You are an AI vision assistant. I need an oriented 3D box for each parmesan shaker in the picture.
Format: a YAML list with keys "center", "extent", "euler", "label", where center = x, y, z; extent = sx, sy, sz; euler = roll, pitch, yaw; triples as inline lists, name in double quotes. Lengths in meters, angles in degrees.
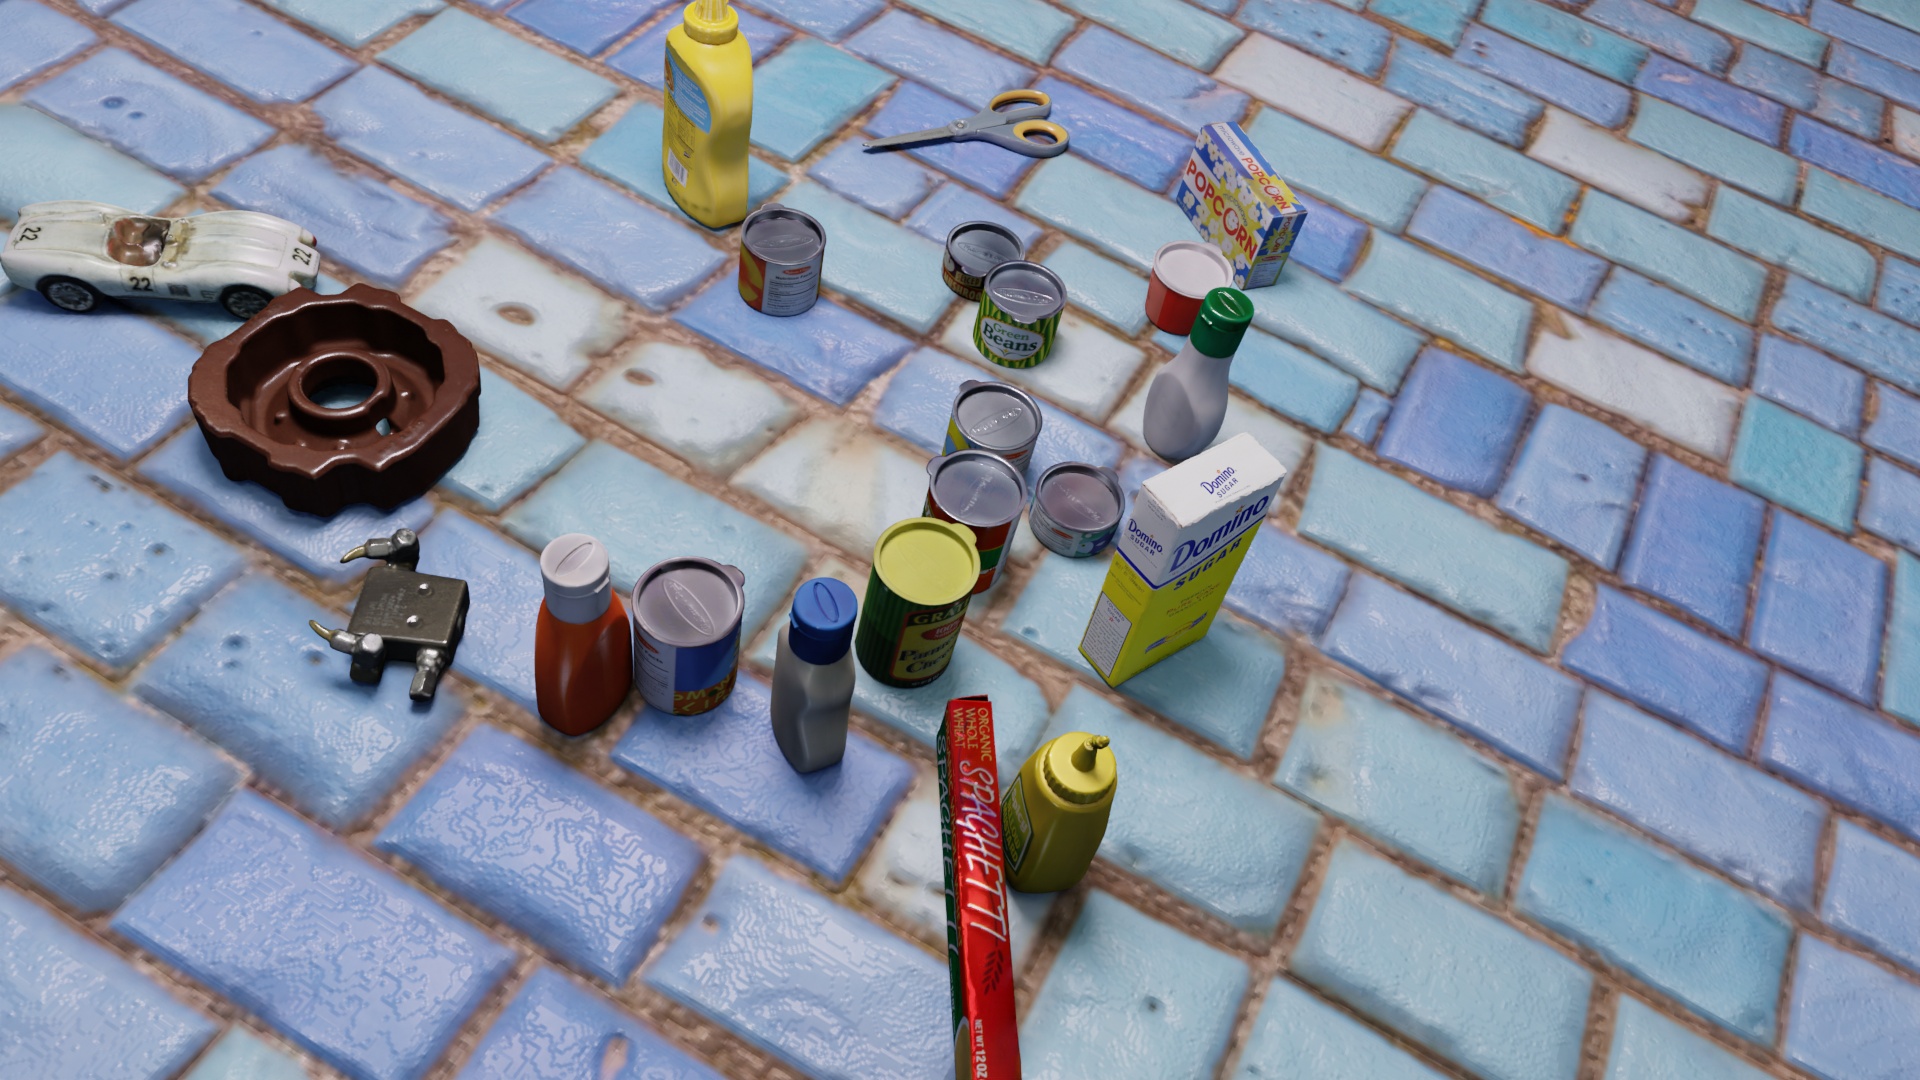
- center: [-0.027, 0.041, 0.892]
  extent: [0.071, 0.102, 0.071]
  euler: [6, 52, -8]
  label: "parmesan shaker"

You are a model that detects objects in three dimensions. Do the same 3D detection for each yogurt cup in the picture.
- center: [0.187, -0.209, 1.161]
  extent: [0.072, 0.053, 0.073]
  euler: [6, 52, -8]
  label: "yogurt cup"

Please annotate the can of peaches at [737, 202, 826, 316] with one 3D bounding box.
- center: [-0.142, -0.221, 1.096]
  extent: [0.071, 0.057, 0.071]
  euler: [6, 52, -8]
  label: "can of peaches"

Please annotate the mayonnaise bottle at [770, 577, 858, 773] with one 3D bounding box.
- center: [-0.086, 0.078, 0.822]
  extent: [0.041, 0.147, 0.065]
  euler: [-15, 58, -22]
  label: "mayonnaise bottle"

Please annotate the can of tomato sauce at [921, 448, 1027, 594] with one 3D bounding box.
- center: [0.003, -0.012, 0.952]
  extent: [0.071, 0.082, 0.071]
  euler: [6, 52, -8]
  label: "can of tomato sauce"

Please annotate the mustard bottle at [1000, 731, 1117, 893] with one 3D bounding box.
- center: [0.057, 0.148, 0.792]
  extent: [0.049, 0.159, 0.065]
  euler: [-3, 54, -14]
  label: "mustard bottle"

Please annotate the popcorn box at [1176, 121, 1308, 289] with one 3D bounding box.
- center: [0.244, -0.295, 1.219]
  extent: [0.038, 0.084, 0.127]
  euler: [-14, 57, -22]
  label: "popcorn box"

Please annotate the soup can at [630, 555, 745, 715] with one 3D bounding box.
- center: [-0.167, 0.059, 0.860]
  extent: [0.071, 0.083, 0.072]
  euler: [6, 52, -8]
  label: "soup can"

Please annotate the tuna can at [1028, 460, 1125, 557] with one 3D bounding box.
- center: [0.086, -0.024, 1.010]
  extent: [0.071, 0.032, 0.071]
  euler: [6, 52, -8]
  label: "tuna can"

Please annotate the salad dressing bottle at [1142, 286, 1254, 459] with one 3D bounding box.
- center: [0.178, -0.123, 1.033]
  extent: [0.044, 0.146, 0.064]
  euler: [-22, 60, -26]
  label: "salad dressing bottle"

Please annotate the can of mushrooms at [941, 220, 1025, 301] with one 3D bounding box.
- center: [0.017, -0.231, 1.153]
  extent: [0.071, 0.033, 0.071]
  euler: [6, 52, -8]
  label: "can of mushrooms"

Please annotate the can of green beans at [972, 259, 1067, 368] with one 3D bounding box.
- center: [0.046, -0.180, 1.105]
  extent: [0.071, 0.057, 0.071]
  euler: [6, 52, -8]
  label: "can of green beans"

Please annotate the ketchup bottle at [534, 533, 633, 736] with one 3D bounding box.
- center: [-0.221, 0.054, 0.811]
  extent: [0.043, 0.148, 0.065]
  euler: [31, 53, 11]
  label: "ketchup bottle"

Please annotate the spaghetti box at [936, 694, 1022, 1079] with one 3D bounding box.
- center: [0.009, 0.209, 0.805]
  extent: [0.029, 0.049, 0.251]
  euler: [3, 53, -10]
  label: "spaghetti box"

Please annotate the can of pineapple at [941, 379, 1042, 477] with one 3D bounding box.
- center: [0.022, -0.075, 1.020]
  extent: [0.071, 0.057, 0.071]
  euler: [6, 52, -8]
  label: "can of pineapple"
